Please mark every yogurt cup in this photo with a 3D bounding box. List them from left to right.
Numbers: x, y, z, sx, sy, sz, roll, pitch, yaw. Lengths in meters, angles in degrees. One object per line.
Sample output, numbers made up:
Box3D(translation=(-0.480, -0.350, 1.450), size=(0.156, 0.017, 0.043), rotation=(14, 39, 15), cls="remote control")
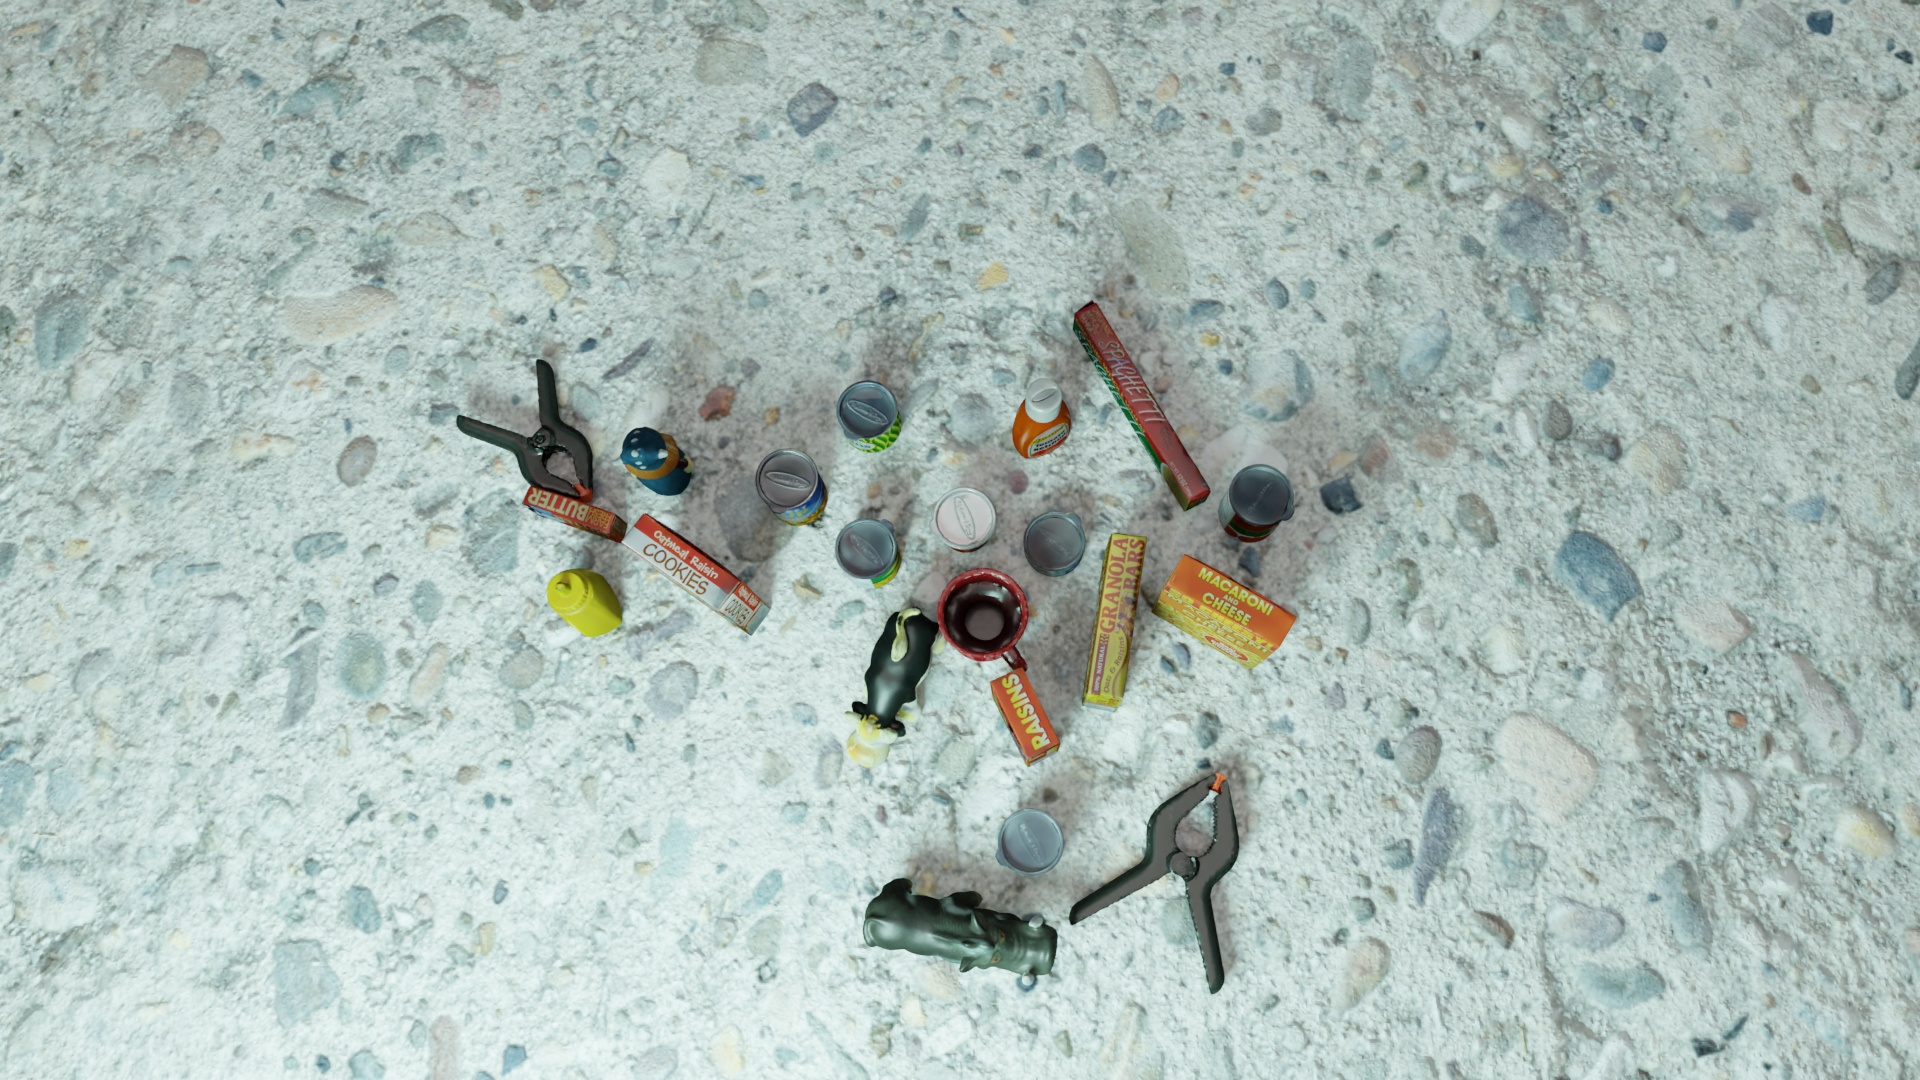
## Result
Box3D(translation=(0.005, -0.019, 1.485), size=(0.072, 0.054, 0.072), rotation=(0, 77, 2), cls="yogurt cup")

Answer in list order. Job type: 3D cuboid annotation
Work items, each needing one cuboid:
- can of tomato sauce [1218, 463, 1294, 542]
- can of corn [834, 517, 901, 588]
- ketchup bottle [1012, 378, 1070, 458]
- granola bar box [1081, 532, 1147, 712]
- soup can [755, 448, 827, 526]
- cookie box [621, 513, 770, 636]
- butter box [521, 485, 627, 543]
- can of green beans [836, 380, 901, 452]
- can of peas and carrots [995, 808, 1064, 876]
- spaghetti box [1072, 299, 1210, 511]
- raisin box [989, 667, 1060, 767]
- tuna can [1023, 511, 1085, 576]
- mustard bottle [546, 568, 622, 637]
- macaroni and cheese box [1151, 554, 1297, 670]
Box3D(translation=(0.312, -0.037, 1.463), size=(0.071, 0.083, 0.071), rotation=(0, 77, 2), cls="can of tomato sauce")
Box3D(translation=(-0.096, 0.013, 1.479), size=(0.071, 0.058, 0.071), rotation=(0, 77, 2), cls="can of corn")
Box3D(translation=(0.086, -0.130, 1.460), size=(0.065, 0.148, 0.043), rotation=(-28, 78, -4), cls="ketchup bottle")
Box3D(translation=(0.155, 0.086, 1.419), size=(0.039, 0.124, 0.166), rotation=(9, 77, 4), cls="granola bar box")
Box3D(translation=(-0.180, -0.053, 1.485), size=(0.071, 0.083, 0.071), rotation=(0, 77, 2), cls="soup can")
Box3D(translation=(-0.267, 0.037, 1.423), size=(0.123, 0.167, 0.040), rotation=(34, 81, 9), cls="cookie box")
Box3D(translation=(-0.416, -0.028, 1.503), size=(0.103, 0.053, 0.024), rotation=(18, 79, 6), cls="butter box")
Box3D(translation=(-0.099, -0.134, 1.514), size=(0.071, 0.057, 0.071), rotation=(0, 77, 2), cls="can of green beans")
Box3D(translation=(0.069, 0.306, 1.403), size=(0.071, 0.058, 0.071), rotation=(0, 77, 2), cls="can of peas and carrots")
Box3D(translation=(0.194, -0.147, 1.511), size=(0.029, 0.050, 0.250), rotation=(-29, 77, -4), cls="spaghetti box")
Box3D(translation=(0.064, 0.179, 1.400), size=(0.040, 0.123, 0.086), rotation=(-25, 77, -3), cls="raisin box")
Box3D(translation=(0.102, 0.002, 1.487), size=(0.071, 0.032, 0.071), rotation=(0, 77, 2), cls="tuna can")
Box3D(translation=(-0.391, 0.059, 1.426), size=(0.049, 0.160, 0.065), rotation=(-25, 77, -3), cls="mustard bottle")
Box3D(translation=(0.261, 0.073, 1.396), size=(0.124, 0.166, 0.040), rotation=(30, 80, 8), cls="macaroni and cheese box")
